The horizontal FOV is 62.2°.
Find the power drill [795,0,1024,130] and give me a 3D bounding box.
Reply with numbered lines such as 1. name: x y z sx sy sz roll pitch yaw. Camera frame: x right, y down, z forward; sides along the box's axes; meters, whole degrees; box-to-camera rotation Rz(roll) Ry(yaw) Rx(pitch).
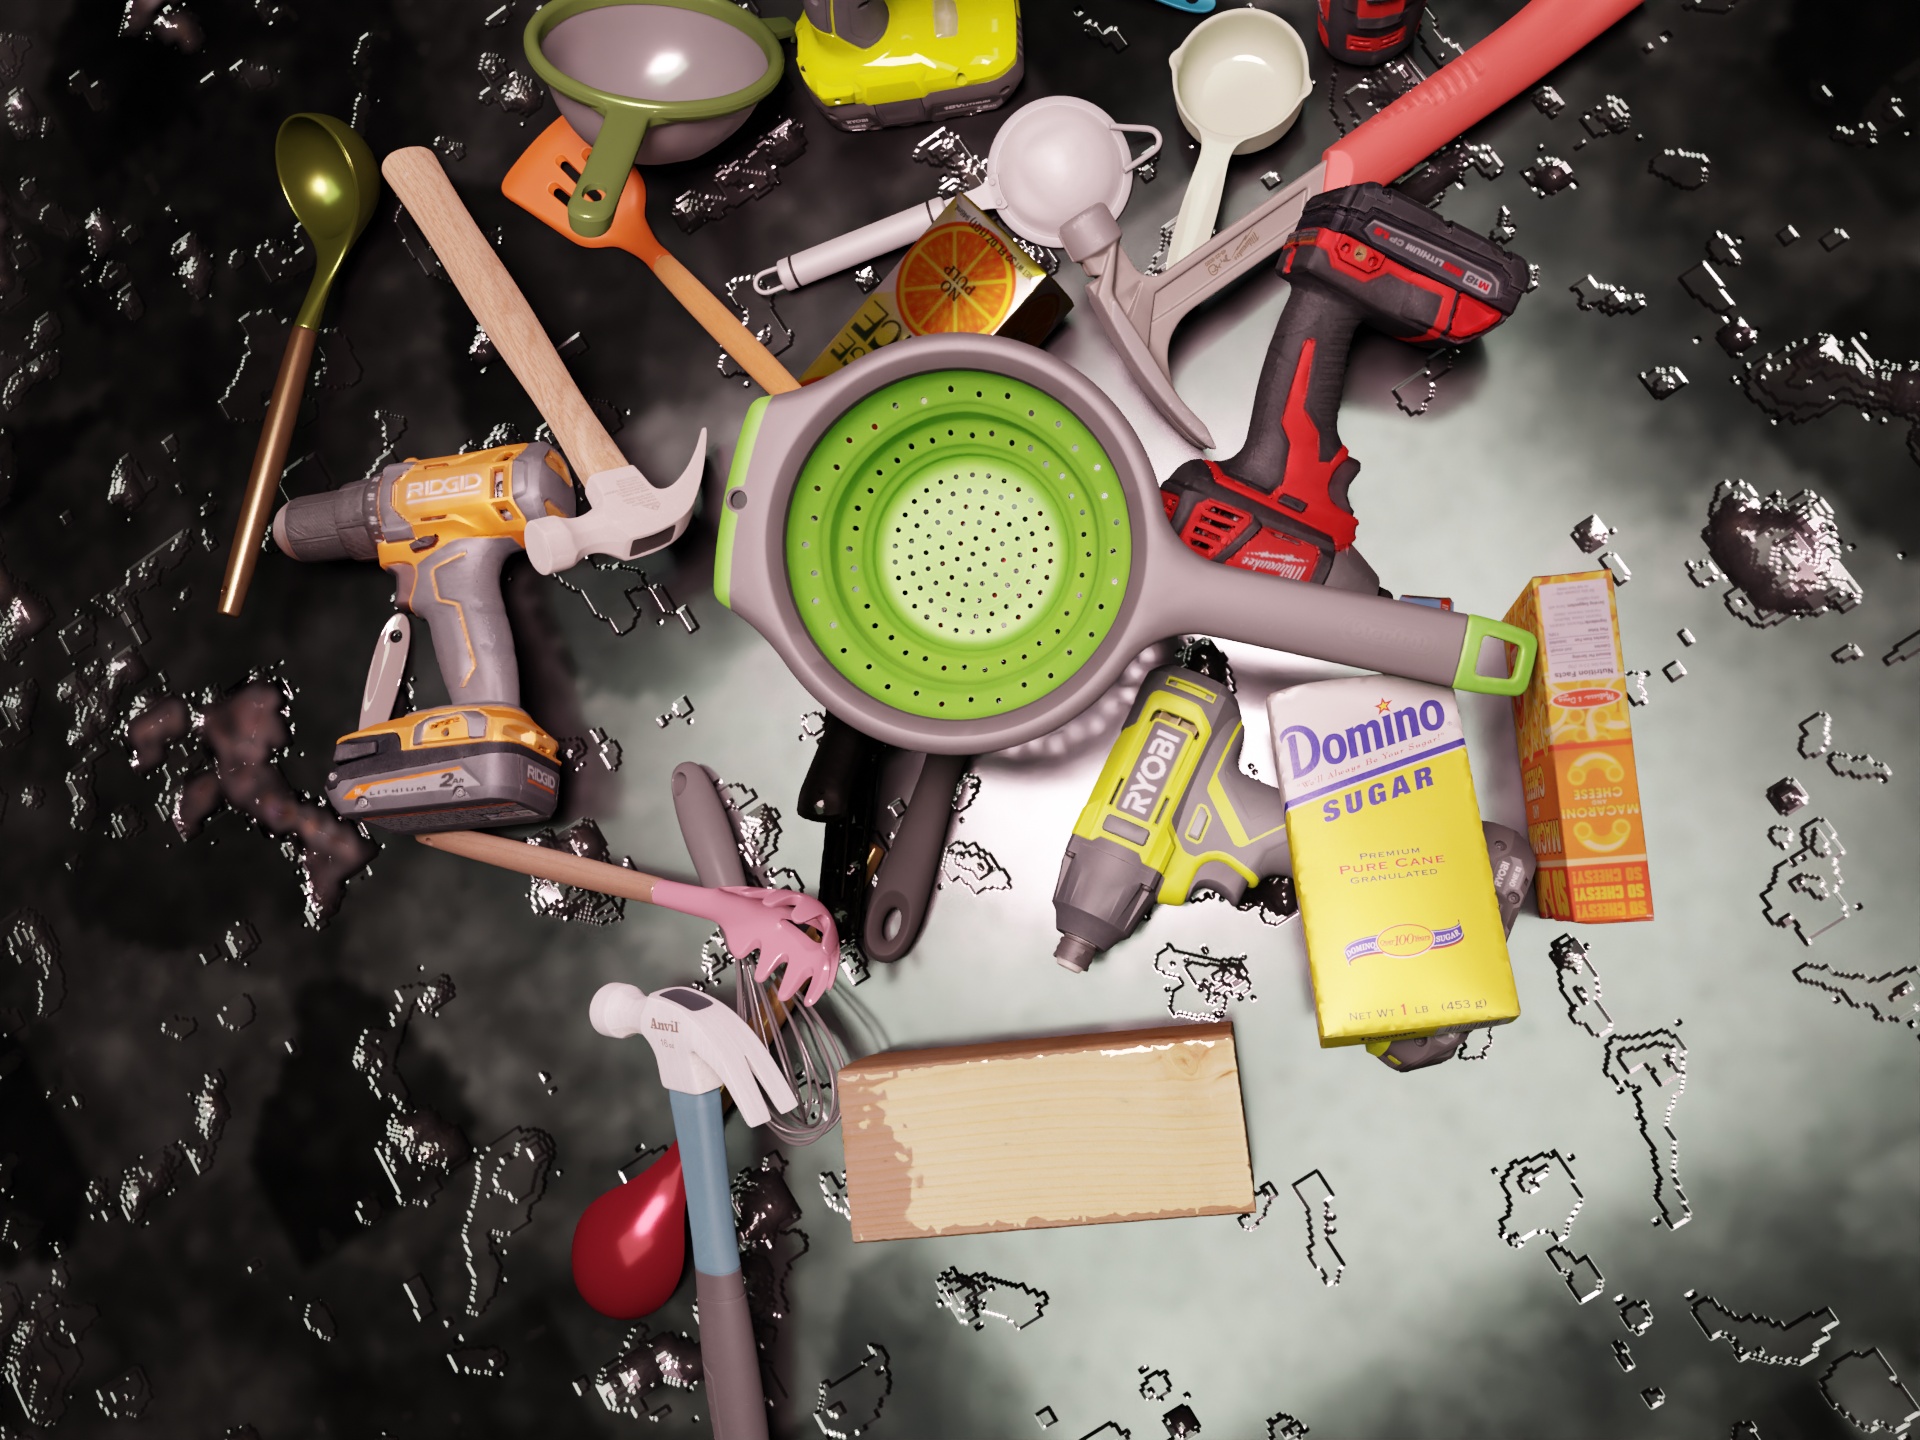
1. power drill: -0.032 -0.414 0.860 0.190 0.228 0.080 -5 83 10

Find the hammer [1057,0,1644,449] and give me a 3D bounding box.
1. hammer: 0.237 -0.308 0.886 0.359 0.037 0.149 -35 103 0

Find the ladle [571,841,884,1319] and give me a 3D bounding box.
1. ladle: -0.131 0.206 0.914 0.069 0.031 0.315 31 88 11

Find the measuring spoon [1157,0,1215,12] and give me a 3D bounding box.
1. measuring spoon: 0.092 -0.448 0.954 0.128 0.021 0.042 24 88 3

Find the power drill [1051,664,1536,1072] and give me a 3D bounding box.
1. power drill: 0.168 0.088 0.839 0.223 0.080 0.171 23 78 14

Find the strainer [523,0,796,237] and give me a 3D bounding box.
1. strainer: -0.187 -0.337 0.922 0.151 0.069 0.257 9 50 -3

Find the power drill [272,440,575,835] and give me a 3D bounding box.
1. power drill: -0.324 -0.050 0.946 0.185 0.084 0.226 -6 74 10

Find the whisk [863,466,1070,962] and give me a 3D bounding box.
1. whisk: -0.001 -0.003 0.900 0.073 0.073 0.296 18 94 12

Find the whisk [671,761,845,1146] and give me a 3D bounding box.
1. whisk: -0.119 0.124 0.894 0.055 0.055 0.239 -27 66 6

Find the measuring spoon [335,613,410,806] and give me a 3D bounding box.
1. measuring spoon: -0.359 -0.006 0.988 0.034 0.018 0.124 9 79 3

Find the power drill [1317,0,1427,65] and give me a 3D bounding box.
1. power drill: 0.216 -0.496 0.849 0.080 0.187 0.227 -4 79 9

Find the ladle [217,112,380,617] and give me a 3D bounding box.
1. ladle: -0.423 -0.222 0.984 0.078 0.062 0.320 4 78 36

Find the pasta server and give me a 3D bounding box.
1. pasta server: -0.195 0.095 0.892 0.316 0.040 0.060 10 120 28

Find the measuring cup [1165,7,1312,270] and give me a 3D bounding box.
1. measuring cup: 0.148 -0.322 0.917 0.083 0.038 0.167 17 91 11

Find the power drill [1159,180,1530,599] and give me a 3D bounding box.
1. power drill: 0.203 -0.160 0.853 0.143 0.079 0.219 23 99 -11

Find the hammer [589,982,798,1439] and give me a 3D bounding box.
1. hammer: -0.130 0.308 0.861 0.128 0.033 0.331 -2 98 40

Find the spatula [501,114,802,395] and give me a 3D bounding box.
1. spatula: -0.169 -0.261 0.937 0.081 0.041 0.323 -44 57 3

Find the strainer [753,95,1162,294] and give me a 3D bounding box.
1. strainer: -0.005 -0.301 0.942 0.258 0.050 0.087 -18 95 11

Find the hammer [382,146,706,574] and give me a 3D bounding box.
1. hammer: -0.262 -0.229 0.960 0.130 0.031 0.331 -20 66 -34

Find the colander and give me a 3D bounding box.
1. colander: 0.081 -0.070 0.804 0.397 0.094 0.204 12 94 5
